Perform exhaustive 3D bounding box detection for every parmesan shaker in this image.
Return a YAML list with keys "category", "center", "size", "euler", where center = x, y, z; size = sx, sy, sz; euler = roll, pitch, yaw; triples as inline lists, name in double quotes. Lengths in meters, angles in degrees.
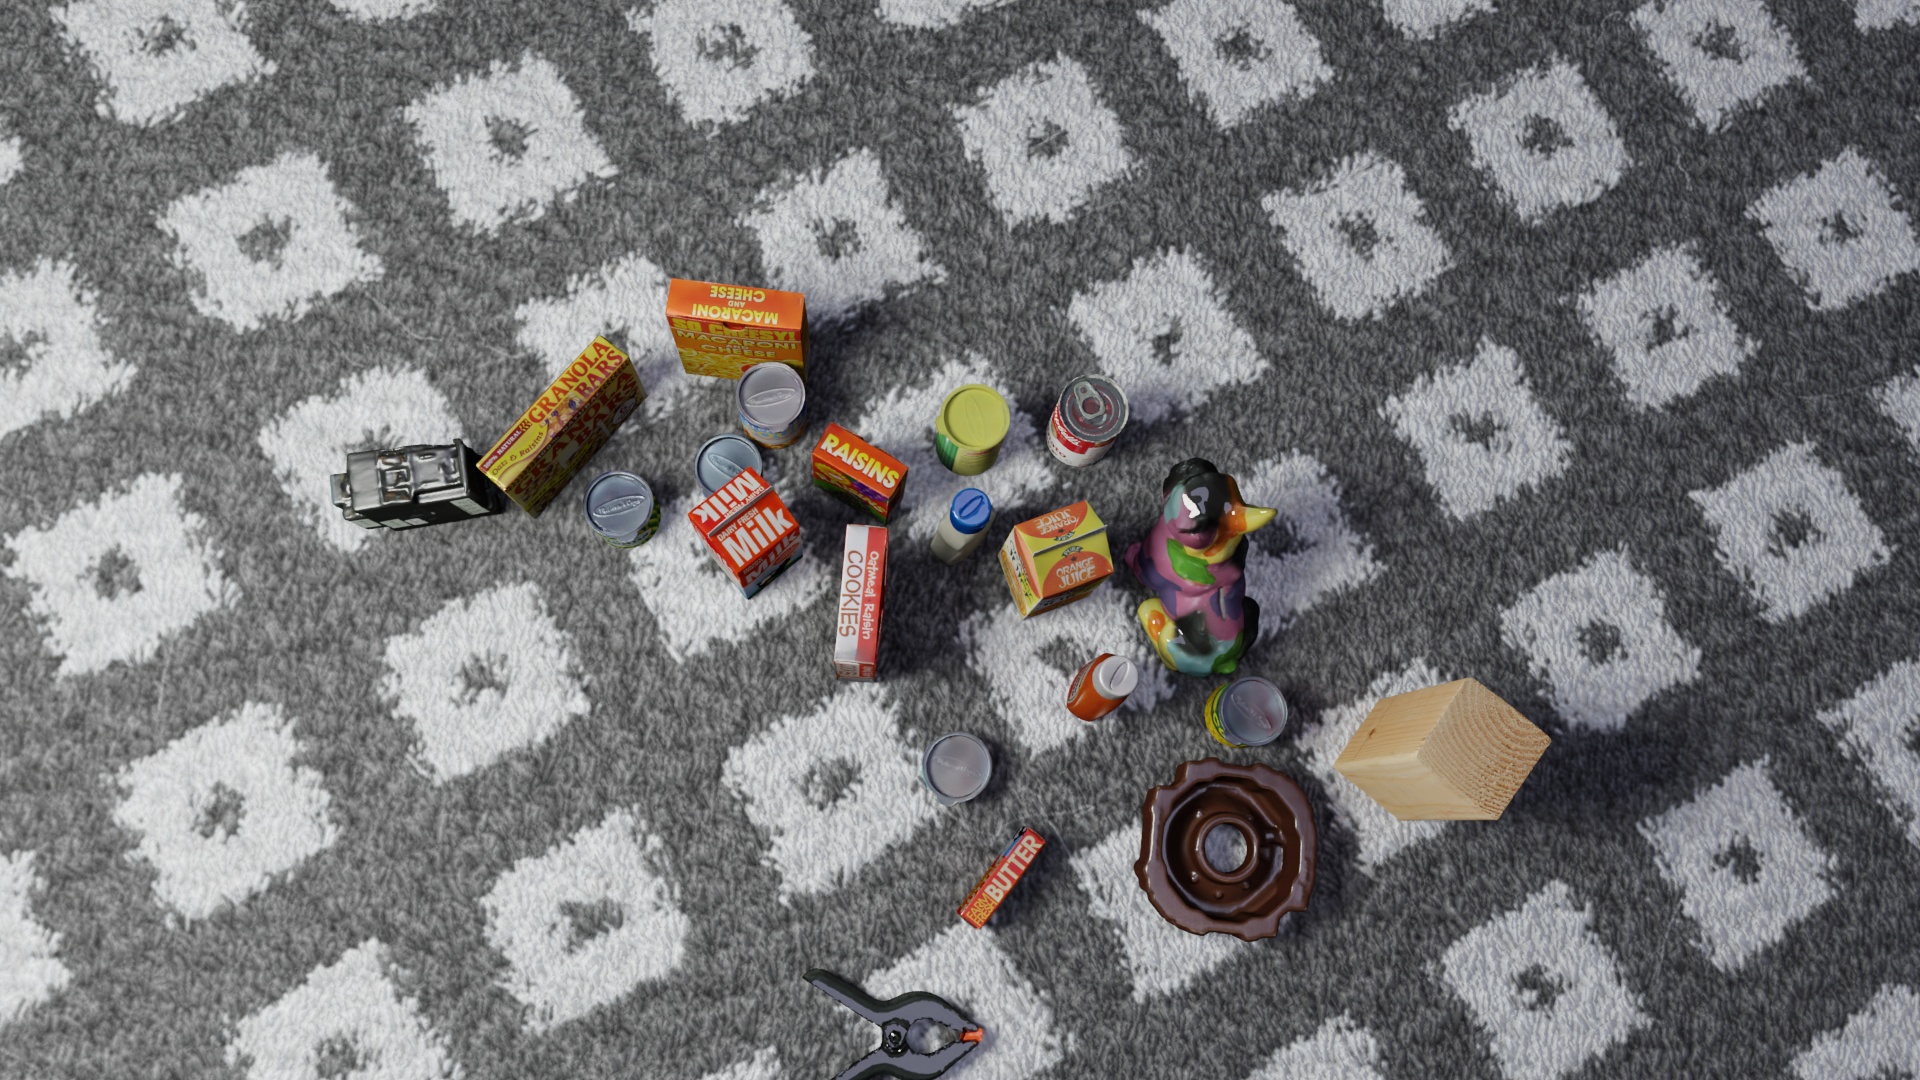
- category: "parmesan shaker"
  center: [0.007, -0.106, 1.356]
  size: [0.071, 0.103, 0.071]
  euler: [1, 78, -4]

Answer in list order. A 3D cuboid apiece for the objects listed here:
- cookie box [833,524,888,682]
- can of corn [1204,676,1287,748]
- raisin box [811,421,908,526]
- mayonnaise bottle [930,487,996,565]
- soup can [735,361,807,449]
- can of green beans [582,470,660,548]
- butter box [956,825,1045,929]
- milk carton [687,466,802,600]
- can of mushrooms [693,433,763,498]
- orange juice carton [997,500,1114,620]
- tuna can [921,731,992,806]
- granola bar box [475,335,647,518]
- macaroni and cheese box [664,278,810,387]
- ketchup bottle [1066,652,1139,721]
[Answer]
- category: "cookie box"
  center: [-0.091, 0.062, 1.280]
  size: [0.040, 0.167, 0.123]
  euler: [5, 78, -4]
- category: "can of corn"
  center: [0.273, 0.169, 1.342]
  size: [0.071, 0.058, 0.071]
  euler: [1, 78, -4]
- category: "raisin box"
  center: [-0.096, -0.062, 1.328]
  size: [0.086, 0.123, 0.040]
  euler: [31, 78, 2]
- category: "mayonnaise bottle"
  center: [0.005, -0.016, 1.314]
  size: [0.065, 0.147, 0.041]
  euler: [-44, 85, -11]
- category: "soup can"
  center: [-0.183, -0.128, 1.355]
  size: [0.071, 0.083, 0.071]
  euler: [1, 78, -4]
- category: "can of green beans"
  center: [-0.325, -0.029, 1.336]
  size: [0.071, 0.057, 0.071]
  euler: [1, 78, -4]
- category: "butter box"
  center: [0.038, 0.314, 1.295]
  size: [0.024, 0.053, 0.104]
  euler: [39, 78, 4]
- category: "milk carton"
  center: [-0.196, -0.008, 1.274]
  size: [0.072, 0.190, 0.073]
  euler: [-39, 84, -11]
- category: "can of mushrooms"
  center: [-0.229, -0.067, 1.364]
  size: [0.071, 0.033, 0.071]
  euler: [1, 78, -4]
- category: "orange juice carton"
  center: [0.088, 0.017, 1.291]
  size: [0.072, 0.192, 0.073]
  euler: [-19, 81, -8]
- category: "tuna can"
  center: [-0.005, 0.218, 1.322]
  size: [0.071, 0.032, 0.071]
  euler: [1, 78, -4]
- category: "granola bar box"
  center: [-0.374, -0.106, 1.314]
  size: [0.039, 0.124, 0.166]
  euler: [39, 78, 4]
- category: "macaroni and cheese box"
  center: [-0.208, -0.194, 1.325]
  size: [0.124, 0.166, 0.040]
  euler: [6, 78, -3]
- category: "ketchup bottle"
  center: [0.135, 0.133, 1.292]
  size: [0.043, 0.148, 0.065]
  euler: [31, 78, 2]
